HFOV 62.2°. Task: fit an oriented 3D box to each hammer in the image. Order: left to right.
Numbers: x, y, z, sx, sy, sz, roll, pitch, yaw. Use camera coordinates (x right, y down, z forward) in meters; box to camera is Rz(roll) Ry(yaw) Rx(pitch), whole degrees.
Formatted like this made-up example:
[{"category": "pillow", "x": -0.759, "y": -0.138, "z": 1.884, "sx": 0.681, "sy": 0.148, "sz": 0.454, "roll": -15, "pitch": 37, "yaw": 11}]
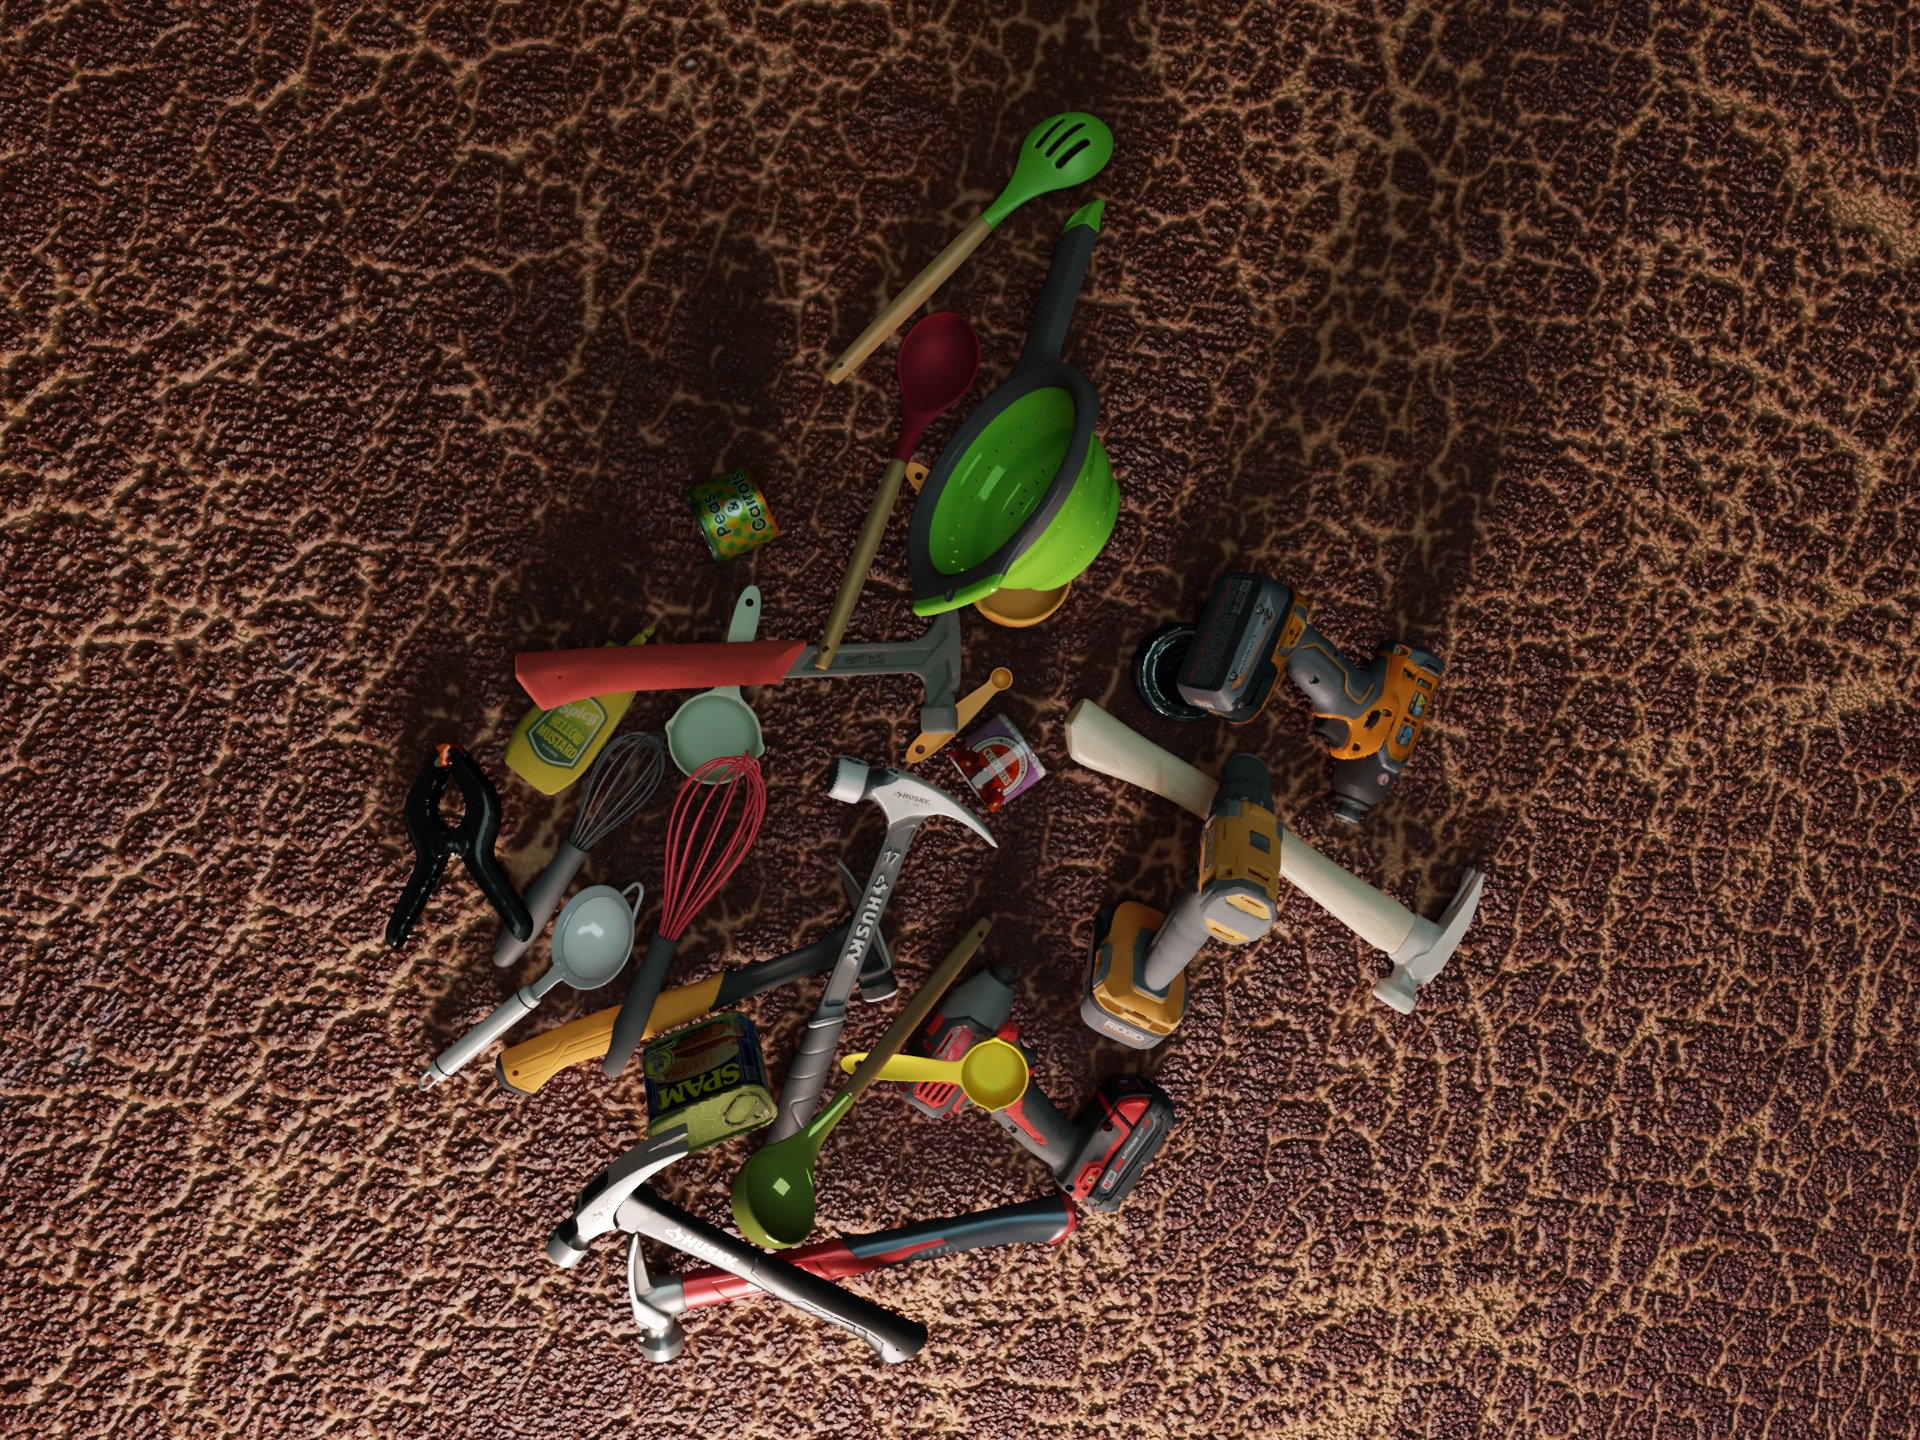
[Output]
[{"category": "hammer", "x": -0.228, "y": 0.229, "z": 1.339, "sx": 0.337, "sy": 0.034, "sz": 0.127, "roll": -20, "pitch": 99, "yaw": -6}, {"category": "hammer", "x": -0.174, "y": -0.056, "z": 1.286, "sx": 0.359, "sy": 0.037, "sz": 0.149, "roll": -3, "pitch": 90, "yaw": -18}, {"category": "hammer", "x": -0.159, "y": 0.448, "z": 1.307, "sx": 0.334, "sy": 0.035, "sz": 0.146, "roll": 35, "pitch": 104, "yaw": -24}, {"category": "hammer", "x": -0.100, "y": 0.232, "z": 1.324, "sx": 0.149, "sy": 0.036, "sz": 0.409, "roll": 17, "pitch": 104, "yaw": -17}, {"category": "hammer", "x": -0.090, "y": 0.447, "z": 1.367, "sx": 0.386, "sy": 0.038, "sz": 0.143, "roll": -9, "pitch": 114, "yaw": -10}, {"category": "hammer", "x": 0.272, "y": 0.095, "z": 1.404, "sx": 0.410, "sy": 0.038, "sz": 0.146, "roll": 33, "pitch": 88, "yaw": -10}]

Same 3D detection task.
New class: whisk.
[{"category": "whisk", "x": -0.314, "y": 0.106, "z": 1.308, "sx": 0.055, "sy": 0.055, "sz": 0.239, "roll": 34, "pitch": 94, "yaw": -11}, {"category": "whisk", "x": -0.230, "y": 0.157, "z": 1.284, "sx": 0.073, "sy": 0.073, "sz": 0.296, "roll": 22, "pitch": 98, "yaw": -10}]

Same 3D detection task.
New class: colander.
[{"category": "colander", "x": 0.079, "y": -0.241, "z": 1.273, "sx": 0.094, "sy": 0.204, "sz": 0.397, "roll": 31, "pitch": 64, "yaw": -30}]

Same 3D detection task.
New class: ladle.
[{"category": "ladle", "x": -0.069, "y": 0.283, "z": 1.279, "sx": 0.078, "sy": 0.062, "sz": 0.320, "roll": 49, "pitch": 67, "yaw": -19}, {"category": "ladle", "x": -0.058, "y": -0.188, "z": 1.299, "sx": 0.069, "sy": 0.031, "sz": 0.315, "roll": 19, "pitch": 80, "yaw": 10}]

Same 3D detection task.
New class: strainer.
[{"category": "strainer", "x": -0.350, "y": 0.223, "z": 1.317, "sx": 0.258, "sy": 0.050, "sz": 0.087, "roll": -39, "pitch": 58, "yaw": 3}]

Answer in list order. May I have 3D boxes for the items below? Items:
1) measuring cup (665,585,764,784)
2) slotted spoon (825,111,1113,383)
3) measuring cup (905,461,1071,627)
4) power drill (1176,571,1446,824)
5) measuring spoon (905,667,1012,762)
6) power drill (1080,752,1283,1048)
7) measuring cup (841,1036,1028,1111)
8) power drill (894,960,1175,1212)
[{"category": "measuring cup", "x": -0.193, "y": -0.030, "z": 1.320, "sx": 0.083, "sy": 0.038, "sz": 0.167, "roll": 14, "pitch": 87, "yaw": -11}, {"category": "slotted spoon", "x": 0.004, "y": -0.392, "z": 1.315, "sx": 0.314, "sy": 0.031, "sz": 0.070, "roll": -45, "pitch": 72, "yaw": 1}, {"category": "measuring cup", "x": 0.017, "y": -0.150, "z": 1.336, "sx": 0.173, "sy": 0.052, "sz": 0.095, "roll": 43, "pitch": 83, "yaw": 4}, {"category": "power drill", "x": 0.299, "y": -0.016, "z": 1.354, "sx": 0.226, "sy": 0.084, "sz": 0.164, "roll": 24, "pitch": 87, "yaw": -26}, {"category": "measuring spoon", "x": -0.002, "y": -0.004, "z": 1.366, "sx": 0.117, "sy": 0.011, "sz": 0.021, "roll": -41, "pitch": 100, "yaw": 1}, {"category": "power drill", "x": 0.190, "y": 0.145, "z": 1.321, "sx": 0.084, "sy": 0.185, "sz": 0.226, "roll": 26, "pitch": 130, "yaw": -9}, {"category": "measuring cup", "x": -0.021, "y": 0.288, "z": 1.324, "sx": 0.156, "sy": 0.029, "sz": 0.062, "roll": 3, "pitch": 92, "yaw": 6}, {"category": "power drill", "x": 0.068, "y": 0.313, "z": 1.375, "sx": 0.219, "sy": 0.078, "sz": 0.143, "roll": 33, "pitch": 90, "yaw": -7}]
